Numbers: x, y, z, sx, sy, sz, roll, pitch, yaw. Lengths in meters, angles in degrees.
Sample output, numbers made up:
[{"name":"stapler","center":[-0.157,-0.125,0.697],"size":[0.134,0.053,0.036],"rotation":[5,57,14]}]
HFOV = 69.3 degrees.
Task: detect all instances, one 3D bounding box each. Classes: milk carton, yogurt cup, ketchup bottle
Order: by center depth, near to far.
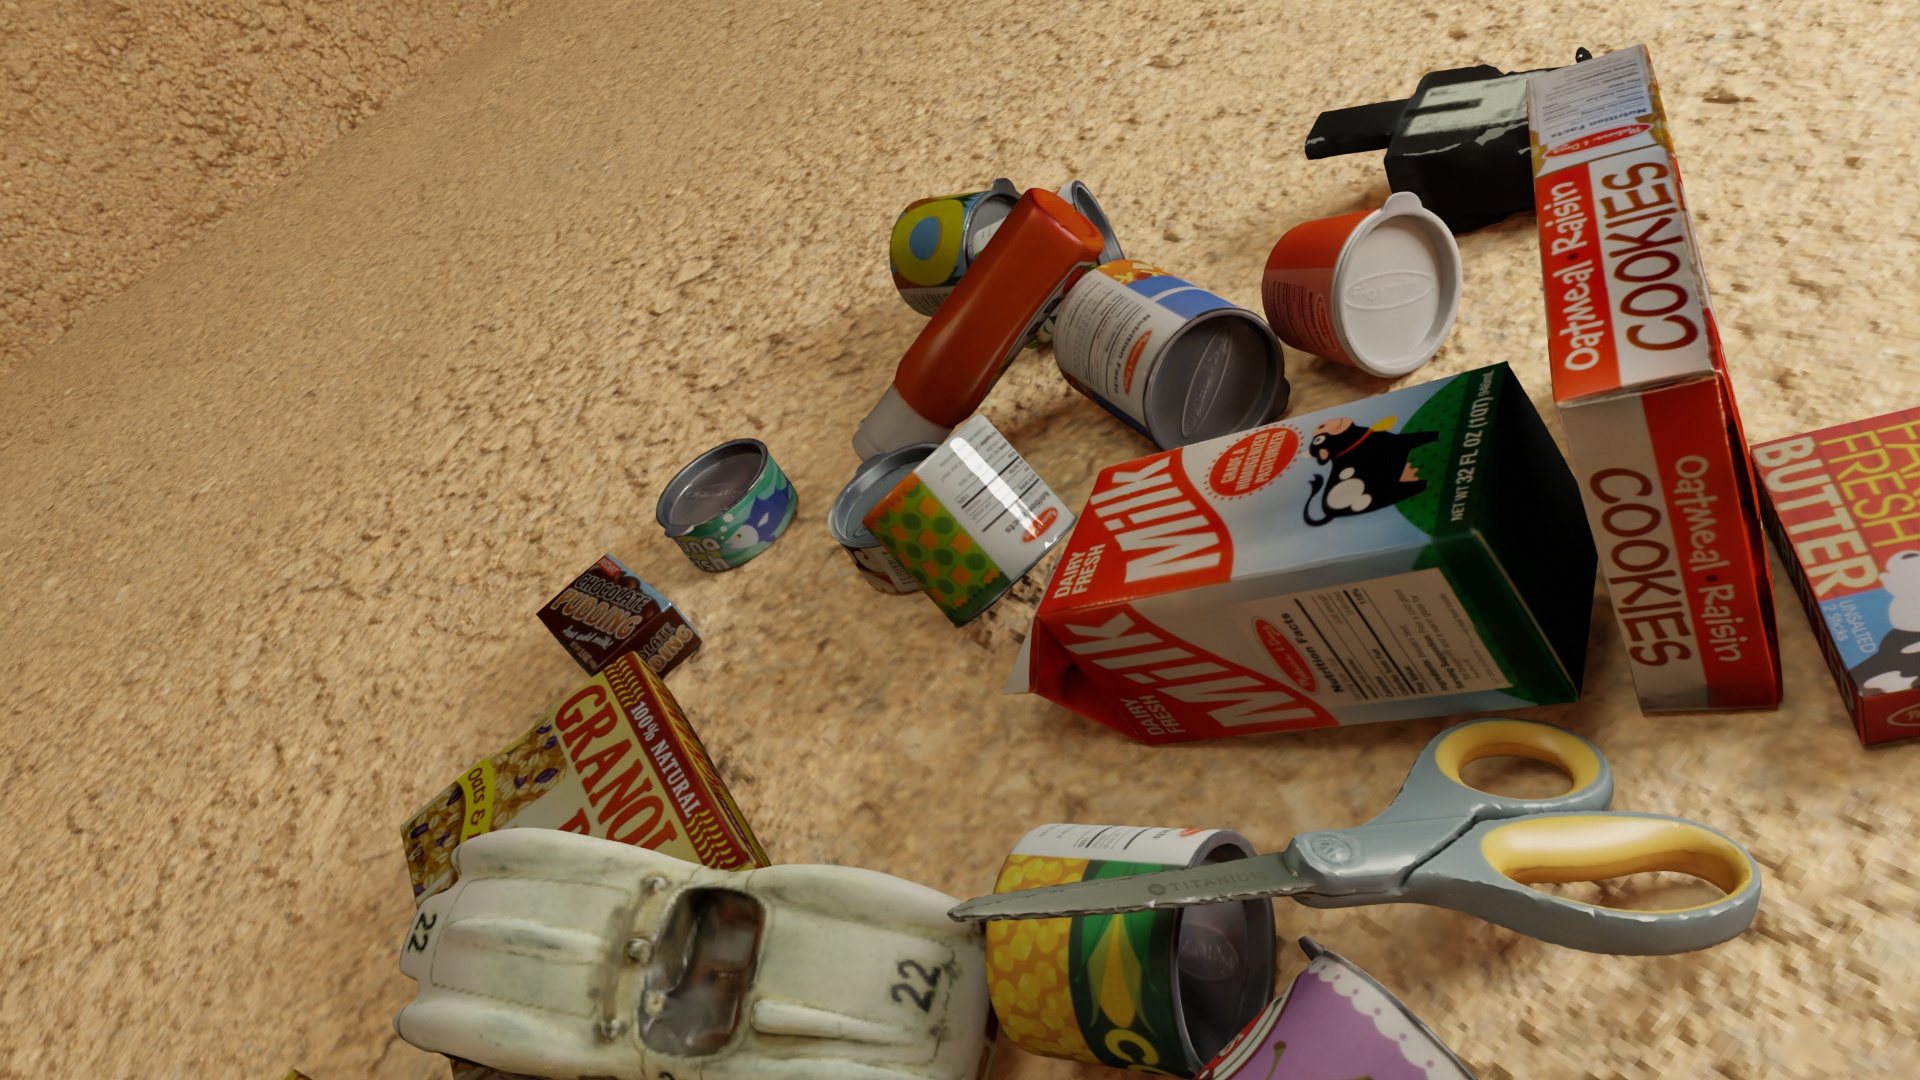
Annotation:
[{"name":"milk carton","center":[0.096,0.013,0.453],"size":[0.190,0.073,0.073],"rotation":[-14,37,41]},{"name":"yogurt cup","center":[0.161,-0.103,0.568],"size":[0.072,0.072,0.054],"rotation":[-43,28,-14]},{"name":"ketchup bottle","center":[0.005,-0.092,0.643],"size":[0.148,0.043,0.065],"rotation":[-50,4,22]}]

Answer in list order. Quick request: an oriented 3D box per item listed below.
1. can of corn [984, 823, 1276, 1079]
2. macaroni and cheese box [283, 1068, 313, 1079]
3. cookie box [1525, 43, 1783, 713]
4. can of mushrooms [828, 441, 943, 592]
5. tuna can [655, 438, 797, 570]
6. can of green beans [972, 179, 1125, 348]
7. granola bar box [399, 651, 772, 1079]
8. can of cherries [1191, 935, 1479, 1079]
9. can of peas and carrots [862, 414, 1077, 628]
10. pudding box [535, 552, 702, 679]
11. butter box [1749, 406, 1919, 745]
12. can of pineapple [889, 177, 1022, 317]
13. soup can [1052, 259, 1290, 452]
[{"name":"can of corn","center":[0.048,0.115,0.387],"size":[0.058,0.071,0.071],"rotation":[-5,43,35]},{"name":"macaroni and cheese box","center":[-0.208,0.256,0.433],"size":[0.166,0.040,0.124],"rotation":[7,51,43]},{"name":"cookie box","center":[0.206,-0.051,0.415],"size":[0.040,0.122,0.168],"rotation":[-12,40,29]},{"name":"can of mushrooms","center":[-0.023,-0.012,0.624],"size":[0.071,0.033,0.071],"rotation":[-21,37,17]},{"name":"tuna can","center":[-0.119,-0.017,0.704],"size":[0.071,0.032,0.071],"rotation":[-21,36,16]},{"name":"can of green beans","center":[0.047,-0.136,0.691],"size":[0.057,0.071,0.071],"rotation":[-24,35,21]},{"name":"granola bar box","center":[-0.149,0.128,0.546],"size":[0.124,0.039,0.166],"rotation":[-38,35,-8]},{"name":"can of cherries","center":[0.087,0.139,0.324],"size":[0.058,0.071,0.071],"rotation":[-41,35,-10]},{"name":"can of peas and carrots","center":[0.002,-0.007,0.556],"size":[0.071,0.058,0.071],"rotation":[-42,2,2]},{"name":"pudding box","center":[-0.166,0.042,0.671],"size":[0.050,0.030,0.084],"rotation":[-42,36,-15]},{"name":"butter box","center":[0.263,0.007,0.387],"size":[0.053,0.024,0.104],"rotation":[-16,38,22]},{"name":"can of pineapple","center":[0.004,-0.156,0.749],"size":[0.058,0.070,0.071],"rotation":[6,50,43]},{"name":"soup can","center":[0.089,-0.078,0.593],"size":[0.071,0.071,0.084],"rotation":[-36,34,-5]}]
